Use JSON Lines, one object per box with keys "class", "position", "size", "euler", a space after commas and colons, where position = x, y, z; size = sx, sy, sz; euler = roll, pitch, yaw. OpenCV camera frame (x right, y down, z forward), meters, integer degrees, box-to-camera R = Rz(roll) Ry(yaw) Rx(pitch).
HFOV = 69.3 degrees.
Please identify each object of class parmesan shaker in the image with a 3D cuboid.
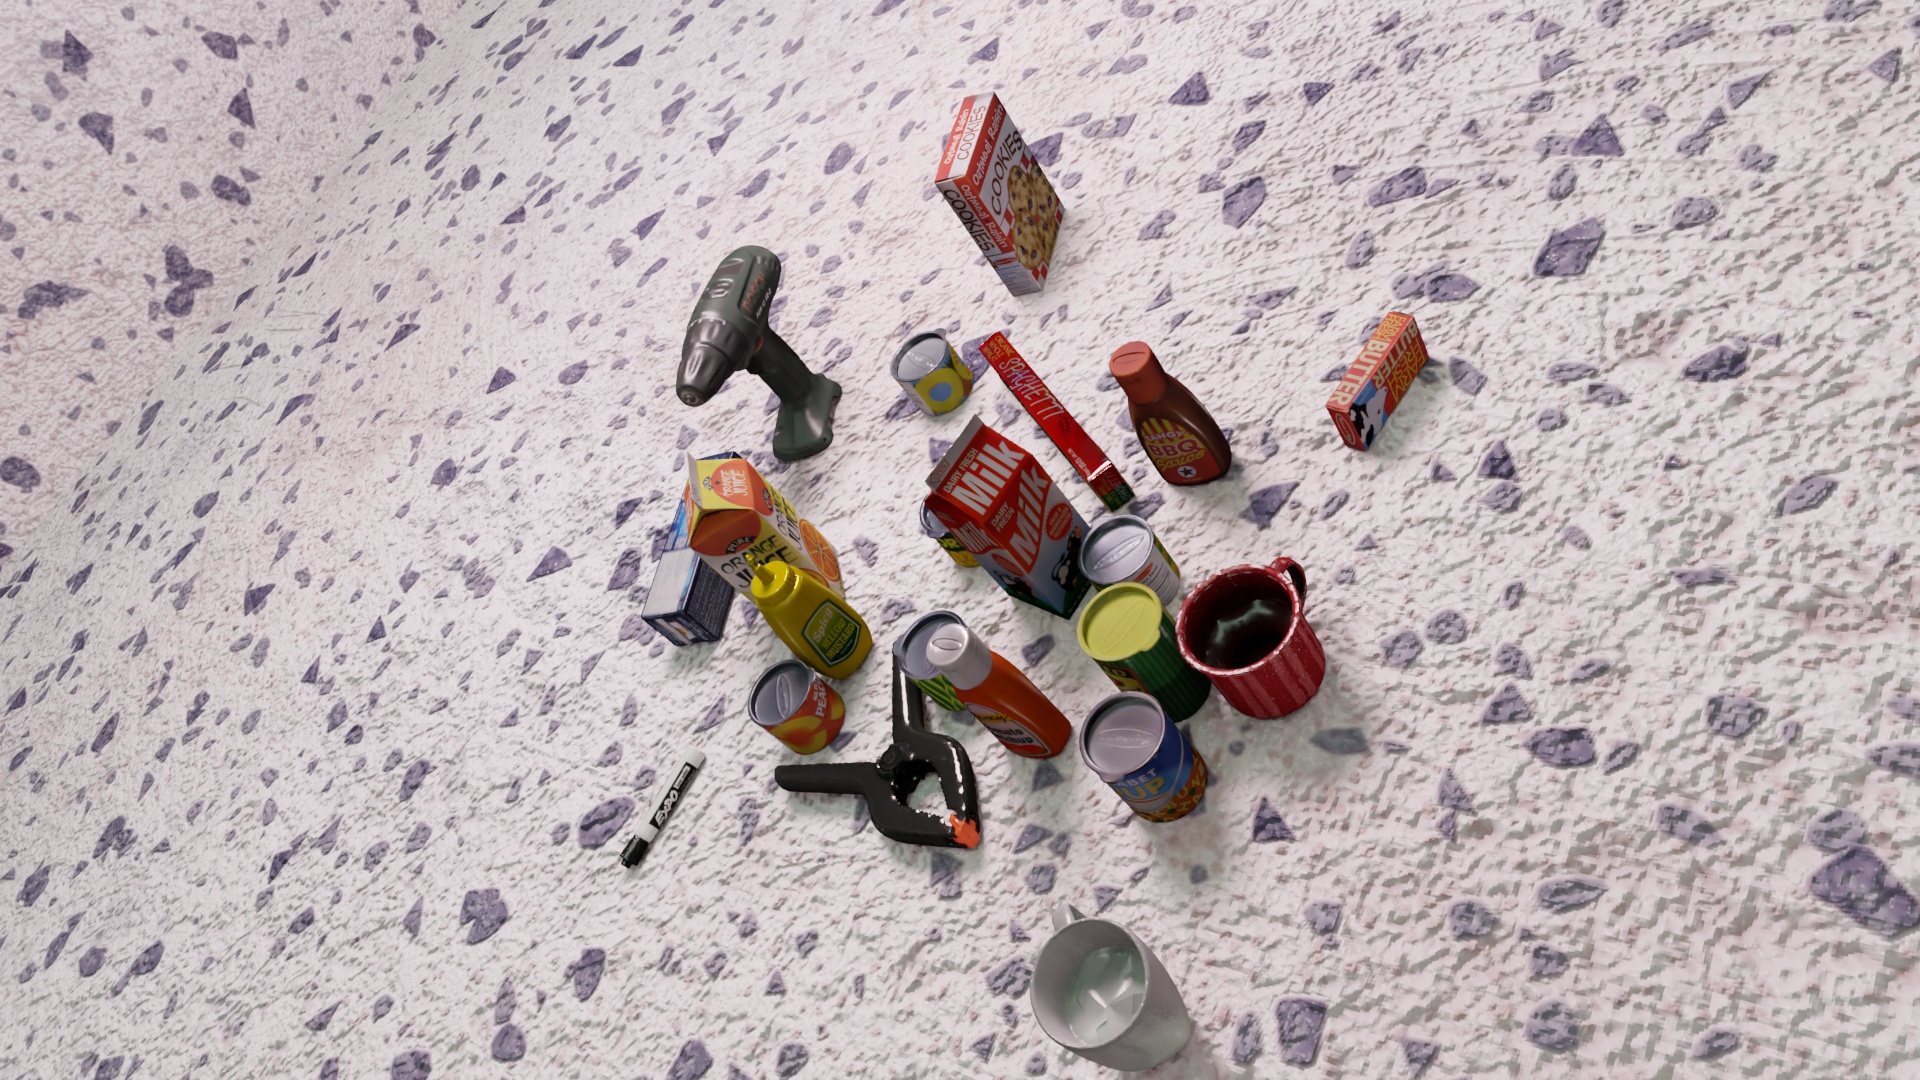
{"class": "parmesan shaker", "position": [0.140, 0.087, 1.034], "size": [0.071, 0.102, 0.072], "euler": [-19, 47, 22]}

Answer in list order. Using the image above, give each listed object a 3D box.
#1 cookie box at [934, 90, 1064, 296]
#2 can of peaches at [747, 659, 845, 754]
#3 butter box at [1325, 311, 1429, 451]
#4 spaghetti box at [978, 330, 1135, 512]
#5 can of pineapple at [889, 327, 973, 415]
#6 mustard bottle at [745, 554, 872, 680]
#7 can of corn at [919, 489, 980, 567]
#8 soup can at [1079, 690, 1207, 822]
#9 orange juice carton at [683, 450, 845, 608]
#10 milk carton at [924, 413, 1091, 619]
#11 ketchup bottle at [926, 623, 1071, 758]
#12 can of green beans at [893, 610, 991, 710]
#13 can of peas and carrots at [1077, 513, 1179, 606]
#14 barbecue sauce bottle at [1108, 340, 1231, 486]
{"class": "cookie box", "position": [0.042, -0.352, 1.416], "size": [0.040, 0.167, 0.123], "euler": [-6, 53, 32]}
{"class": "can of peaches", "position": [-0.141, 0.146, 1.219], "size": [0.071, 0.058, 0.071], "euler": [-19, 47, 22]}
{"class": "butter box", "position": [0.334, -0.128, 1.110], "size": [0.024, 0.053, 0.104], "euler": [23, 71, 44]}
{"class": "spaghetti box", "position": [0.084, -0.114, 1.278], "size": [0.028, 0.050, 0.251], "euler": [-38, 43, 4]}
{"class": "can of pineapple", "position": [-0.027, -0.169, 1.395], "size": [0.071, 0.057, 0.071], "euler": [-19, 47, 22]}
{"class": "mustard bottle", "position": [-0.139, 0.061, 1.211], "size": [0.049, 0.159, 0.065], "euler": [20, 70, 44]}
{"class": "can of corn", "position": [0.004, -0.016, 1.247], "size": [0.071, 0.058, 0.071], "euler": [-19, 47, 22]}
{"class": "soup can", "position": [0.131, 0.159, 0.996], "size": [0.071, 0.083, 0.072], "euler": [-19, 47, 22]}
{"class": "orange juice carton", "position": [-0.191, -0.005, 1.279], "size": [0.073, 0.192, 0.072], "euler": [-30, 44, 12]}
{"class": "milk carton", "position": [0.039, -0.020, 1.130], "size": [0.073, 0.190, 0.072], "euler": [20, 70, 44]}
{"class": "ketchup bottle", "position": [0.026, 0.115, 1.059], "size": [0.064, 0.148, 0.044], "euler": [4, 59, 38]}
{"class": "can of green beans", "position": [-0.010, 0.101, 1.163], "size": [0.071, 0.057, 0.071], "euler": [-19, 47, 22]}
{"class": "can of peas and carrots", "position": [0.136, 0.020, 1.125], "size": [0.071, 0.058, 0.071], "euler": [-19, 47, 22]}
{"class": "barbecue sauce bottle", "position": [0.168, -0.103, 1.137], "size": [0.065, 0.148, 0.044], "euler": [-7, 53, 31]}
